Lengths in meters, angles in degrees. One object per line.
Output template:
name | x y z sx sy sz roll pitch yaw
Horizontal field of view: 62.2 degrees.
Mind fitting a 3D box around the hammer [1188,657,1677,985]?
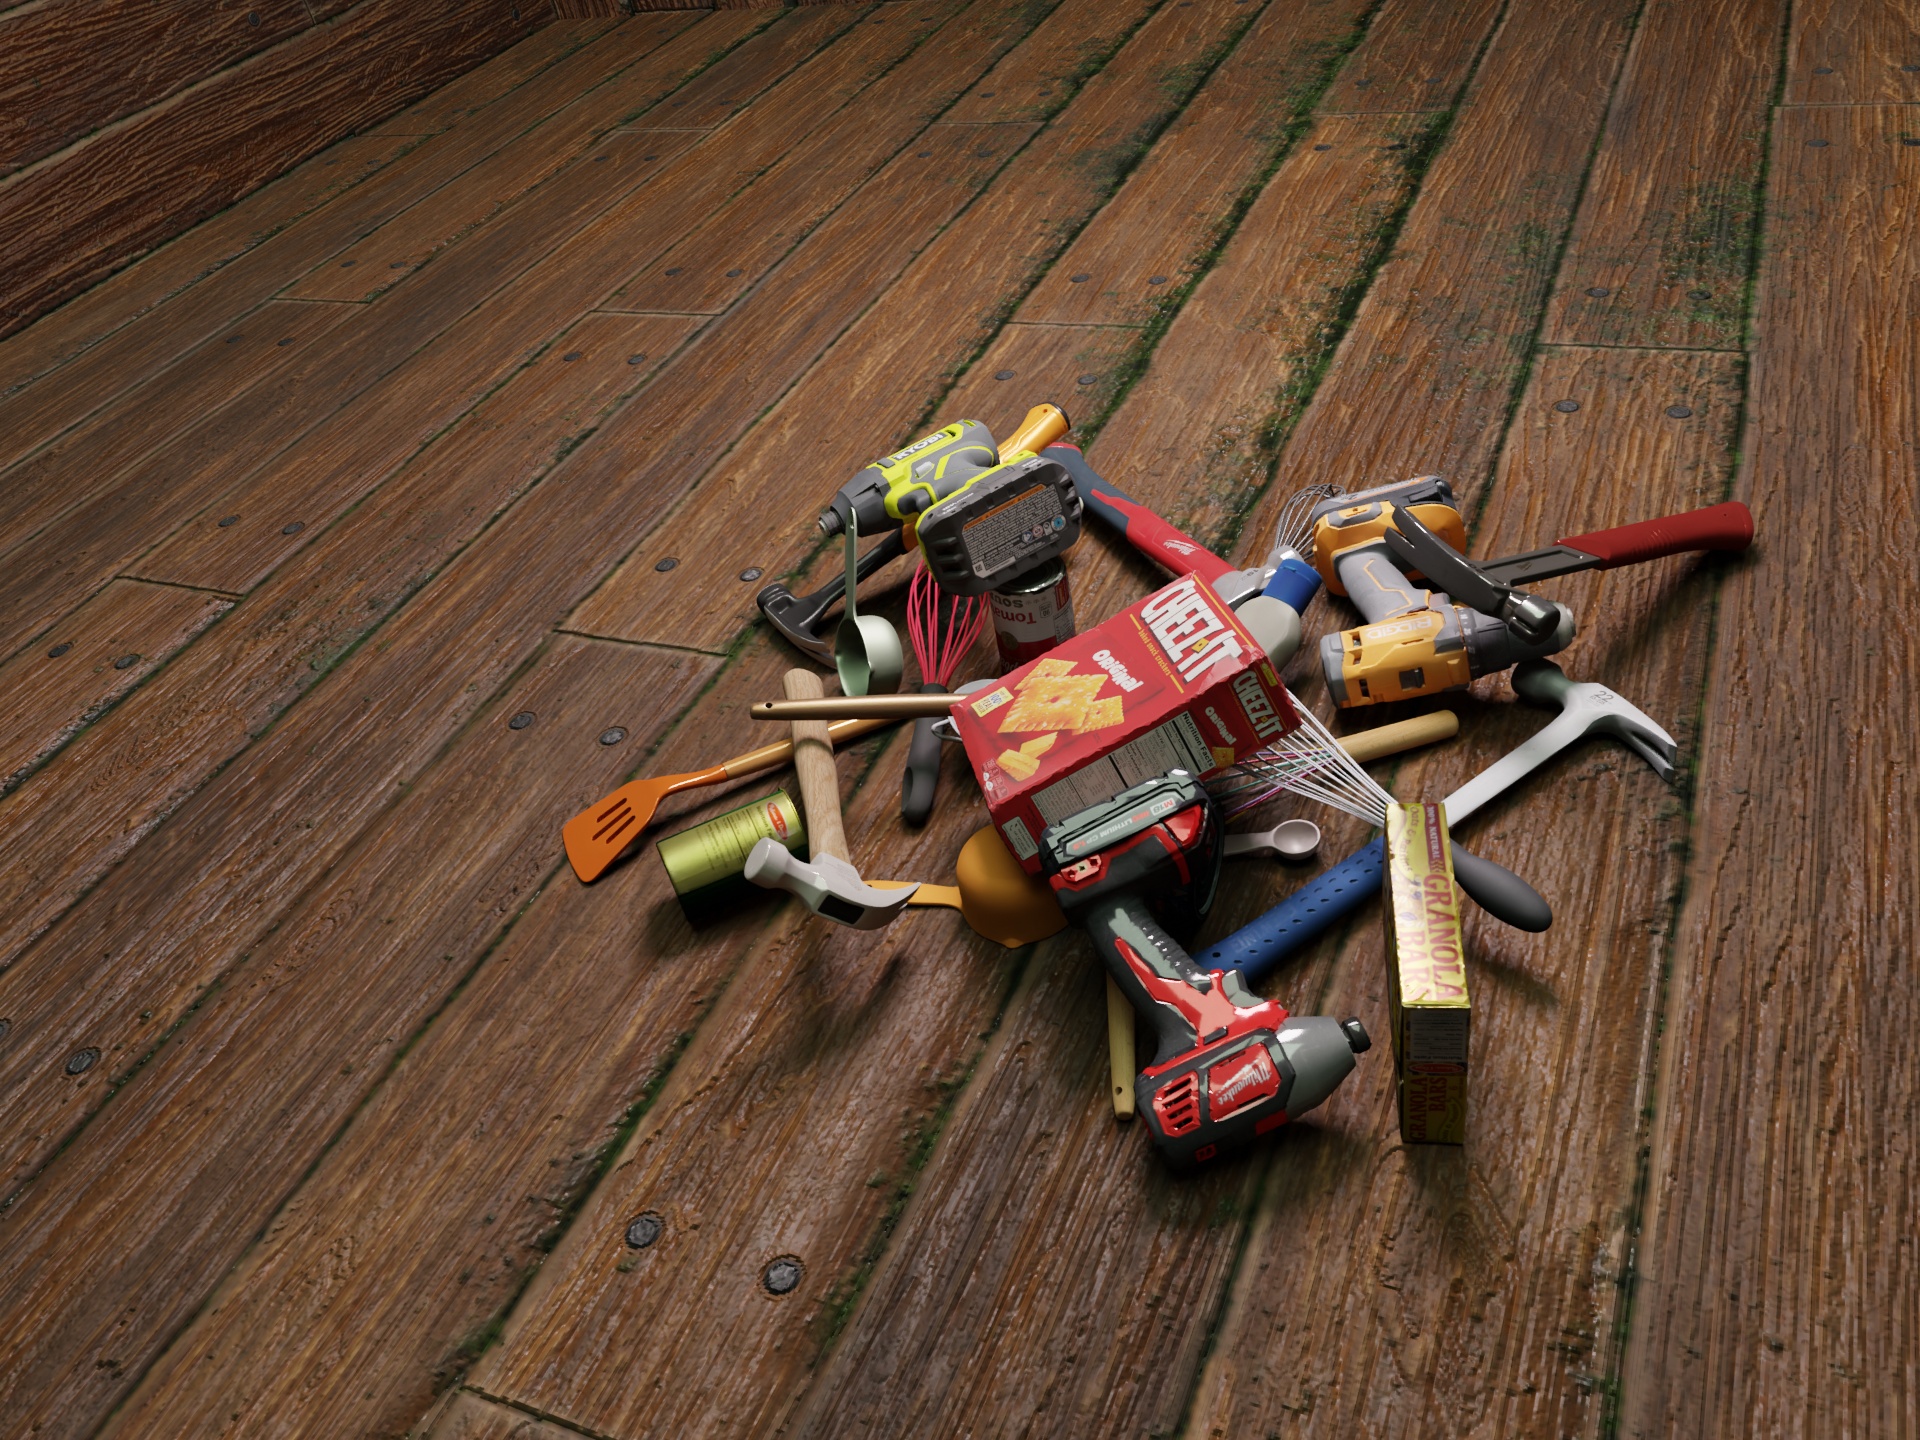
hammer | 0.324 0.080 1.107 0.405 0.035 0.144 -30 41 -22

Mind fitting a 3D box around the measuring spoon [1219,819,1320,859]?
measuring spoon | 0.197 0.094 1.145 0.124 0.018 0.034 -8 38 15

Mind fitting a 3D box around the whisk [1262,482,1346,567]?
whisk | 0.272 -0.132 1.379 0.055 0.055 0.239 18 51 32

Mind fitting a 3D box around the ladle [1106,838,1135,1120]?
ladle | 0.109 0.138 1.096 0.069 0.031 0.316 -31 33 28

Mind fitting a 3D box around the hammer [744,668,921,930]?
hammer | -0.104 0.048 1.186 0.031 0.130 0.332 -53 24 18

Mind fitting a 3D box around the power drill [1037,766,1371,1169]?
power drill | 0.146 0.148 0.978 0.143 0.078 0.220 -25 63 3

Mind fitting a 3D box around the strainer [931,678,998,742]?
strainer | 0.088 -0.020 1.292 0.258 0.050 0.087 -22 53 -22

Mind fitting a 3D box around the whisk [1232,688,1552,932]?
whisk | 0.278 0.055 1.075 0.070 0.070 0.285 -33 50 -24

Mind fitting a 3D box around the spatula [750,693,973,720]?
spatula | -0.002 -0.004 1.225 0.317 0.044 0.082 -1 53 -6

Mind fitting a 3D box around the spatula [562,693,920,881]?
spatula | -0.168 0.041 1.298 0.322 0.041 0.081 -20 38 -17

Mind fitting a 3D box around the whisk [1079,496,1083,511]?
whisk | 0.028 -0.223 1.528 0.059 0.058 0.246 9 9 -42

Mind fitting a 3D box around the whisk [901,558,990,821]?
whisk | -0.019 -0.037 1.311 0.073 0.073 0.296 -2 50 12

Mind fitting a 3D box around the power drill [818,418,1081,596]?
power drill | -0.013 -0.181 1.341 0.171 0.080 0.223 -30 29 -15

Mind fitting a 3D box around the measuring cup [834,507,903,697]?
measuring cup | -0.076 -0.095 1.335 0.038 0.167 0.083 -6 13 -25

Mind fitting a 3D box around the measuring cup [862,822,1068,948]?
measuring cup | 0.000 0.109 1.141 0.173 0.052 0.095 1 40 13

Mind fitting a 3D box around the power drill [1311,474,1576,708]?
power drill | 0.375 -0.105 1.269 0.185 0.084 0.226 -12 37 15

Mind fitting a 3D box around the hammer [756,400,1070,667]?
hammer | -0.028 -0.181 1.463 0.337 0.034 0.127 -39 43 -10

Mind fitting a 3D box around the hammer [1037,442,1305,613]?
hammer | 0.148 -0.169 1.436 0.143 0.038 0.387 -30 35 -8

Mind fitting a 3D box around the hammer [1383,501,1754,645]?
hammer | 0.495 -0.138 1.236 0.359 0.036 0.149 -14 45 -34

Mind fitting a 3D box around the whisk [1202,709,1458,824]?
whisk | 0.258 0.035 1.184 0.245 0.051 0.047 -15 59 -10
